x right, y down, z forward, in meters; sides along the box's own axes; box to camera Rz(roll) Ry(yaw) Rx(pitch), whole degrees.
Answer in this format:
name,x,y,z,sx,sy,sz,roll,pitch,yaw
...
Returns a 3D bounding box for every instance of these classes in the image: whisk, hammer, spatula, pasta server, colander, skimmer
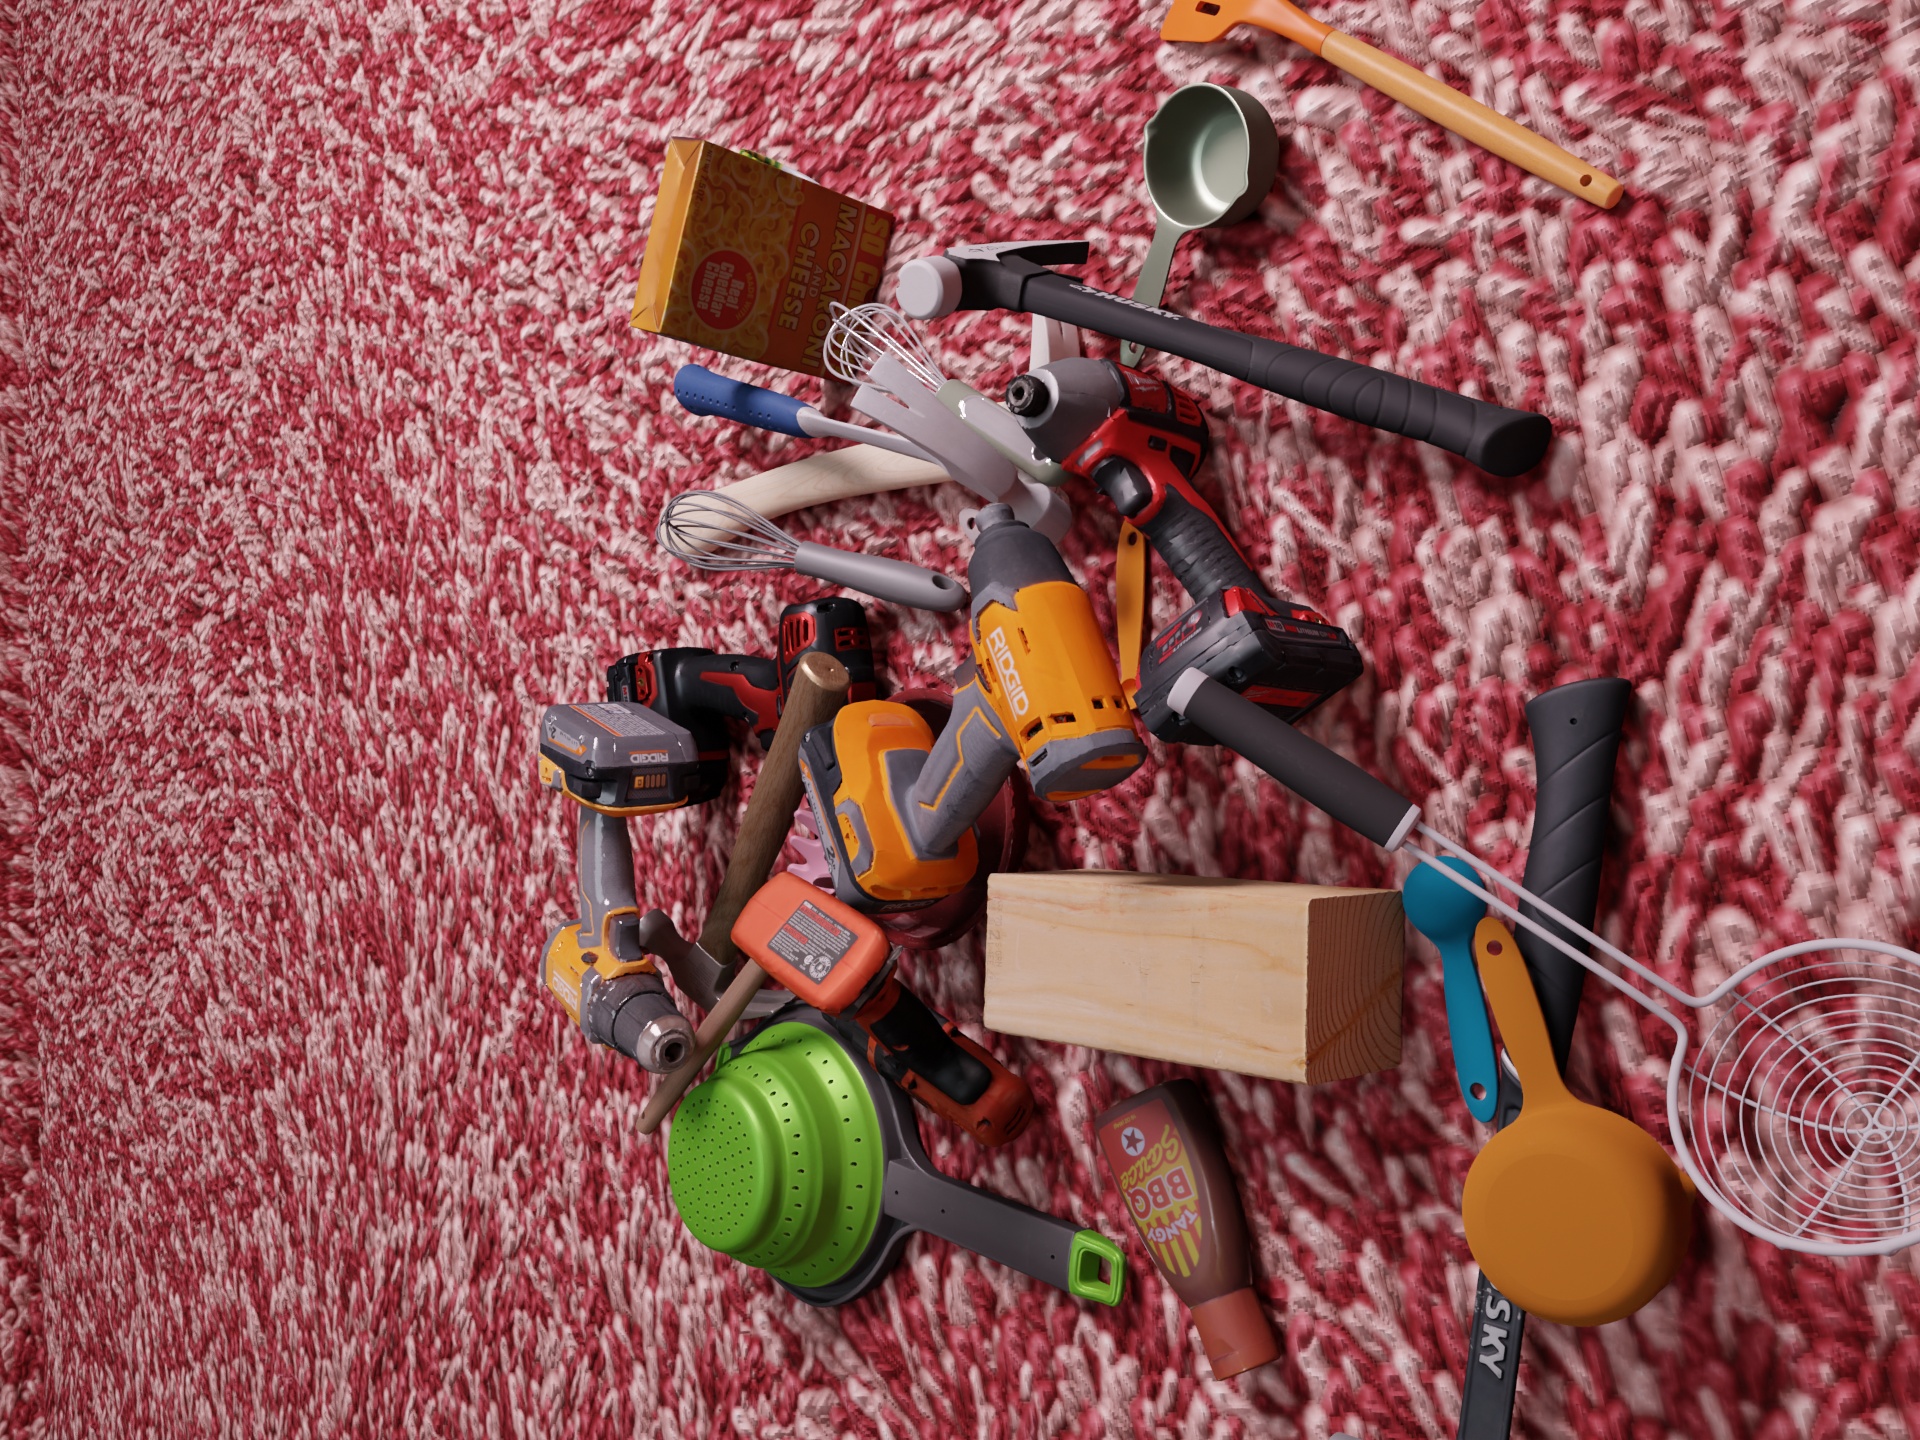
name,x,y,z,sx,sy,sz,roll,pitch,yaw
whisk,-0.103,-0.110,1.067,0.239,0.055,0.055,17,99,21
hammer,-0.133,0.085,1.059,0.130,0.031,0.331,39,131,15
hammer,-0.093,-0.193,1.012,0.035,0.144,0.406,-57,36,-4
spatula,0.216,-0.342,0.832,0.323,0.041,0.081,46,118,32
pasta server,-0.145,0.169,1.037,0.316,0.040,0.060,-54,36,27
colander,-0.072,0.298,1.007,0.397,0.094,0.204,5,90,45
hammer,0.140,-0.193,0.826,0.335,0.146,0.035,25,122,27
hammer,0.261,0.182,0.722,0.149,0.036,0.409,8,90,34
whisk,-0.011,-0.201,0.971,0.058,0.059,0.247,-44,50,-6
skimmer,0.238,0.075,0.662,0.363,0.090,0.127,34,90,18
hammer,-0.080,-0.178,1.096,0.411,0.038,0.146,-6,77,46

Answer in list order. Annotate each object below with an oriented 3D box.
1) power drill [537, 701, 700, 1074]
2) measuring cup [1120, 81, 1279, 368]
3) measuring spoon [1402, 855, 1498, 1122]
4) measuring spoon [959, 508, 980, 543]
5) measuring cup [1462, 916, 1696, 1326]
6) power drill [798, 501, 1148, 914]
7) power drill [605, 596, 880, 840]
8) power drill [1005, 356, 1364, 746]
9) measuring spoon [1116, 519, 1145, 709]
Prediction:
name,x,y,z,sx,sy,sz,roll,pitch,yaw
power drill,-0.226,0.114,1.070,0.185,0.084,0.226,22,111,55
measuring cup,0.130,-0.277,0.908,0.083,0.038,0.167,45,134,32
measuring spoon,0.238,0.129,0.766,0.042,0.021,0.129,-18,74,42
measuring spoon,0.030,-0.100,0.995,0.124,0.018,0.034,46,118,38
measuring cup,0.247,0.170,0.680,0.095,0.052,0.174,-22,76,29
power drill,-0.001,-0.003,0.873,0.226,0.084,0.164,-42,59,45
power drill,-0.144,0.020,1.119,0.227,0.080,0.188,-8,88,40
power drill,0.107,-0.098,0.834,0.078,0.143,0.220,-40,62,32
measuring spoon,0.102,-0.064,0.929,0.021,0.011,0.117,-8,77,45
